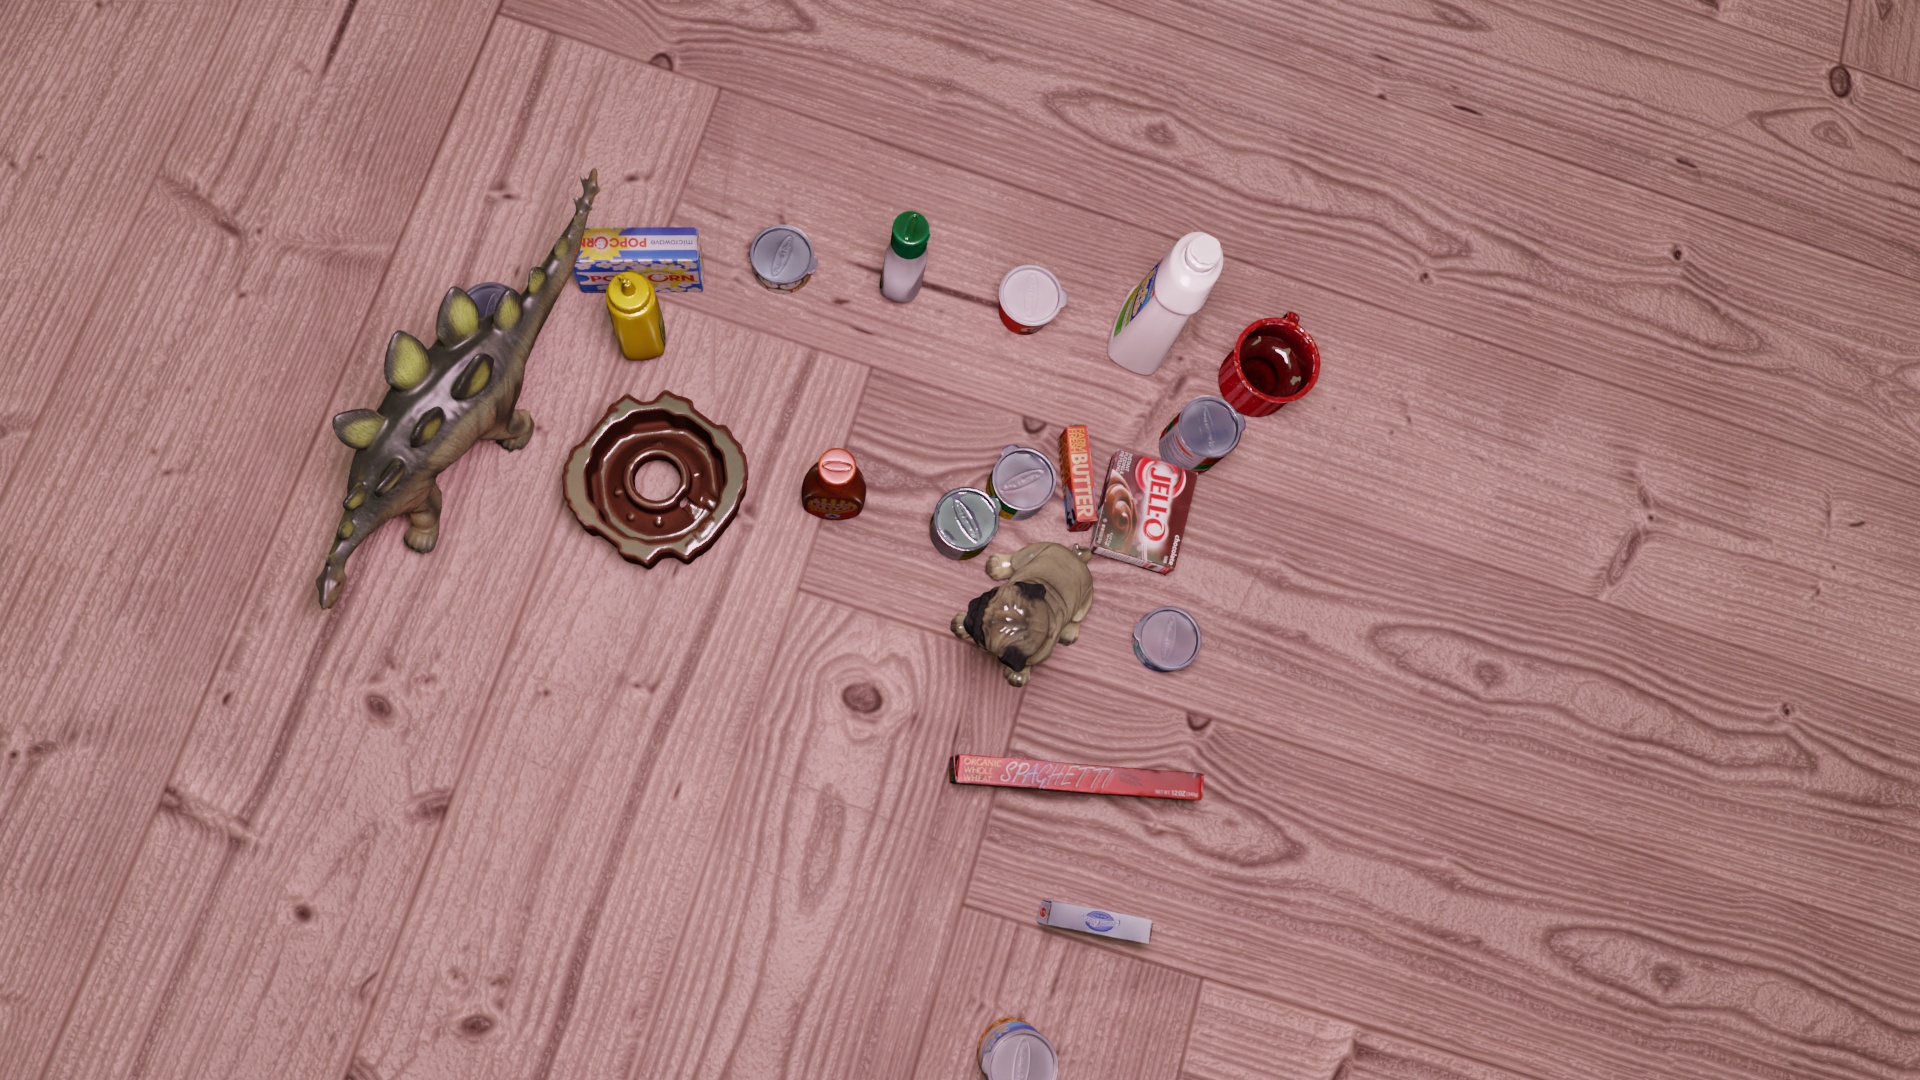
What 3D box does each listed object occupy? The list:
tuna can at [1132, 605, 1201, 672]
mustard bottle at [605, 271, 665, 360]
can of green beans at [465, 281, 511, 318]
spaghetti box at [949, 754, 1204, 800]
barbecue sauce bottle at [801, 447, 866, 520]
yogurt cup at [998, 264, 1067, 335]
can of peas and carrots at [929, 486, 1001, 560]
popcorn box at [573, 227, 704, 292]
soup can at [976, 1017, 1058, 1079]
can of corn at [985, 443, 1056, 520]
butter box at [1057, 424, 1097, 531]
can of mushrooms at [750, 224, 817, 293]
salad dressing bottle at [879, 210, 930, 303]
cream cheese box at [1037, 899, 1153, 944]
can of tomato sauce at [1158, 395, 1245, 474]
[{"bbox_3d":[0.209,0.101,1.426,0.071,0.032,0.071,1,78,-7],"label":"tuna can"},{"bbox_3d":[-0.320,-0.226,1.364,0.049,0.160,0.065,-10,80,-9],"label":"mustard bottle"},{"bbox_3d":[-0.467,-0.218,1.397,0.071,0.057,0.071,1,78,-7],"label":"can of green beans"},{"bbox_3d":[0.113,0.235,1.377,0.250,0.050,0.029,5,78,-6],"label":"spaghetti box"},{"bbox_3d":[-0.123,-0.056,1.359,0.065,0.148,0.044,5,78,-6],"label":"barbecue sauce bottle"},{"bbox_3d":[0.071,-0.252,1.472,0.072,0.054,0.072,1,78,-7],"label":"yogurt cup"},{"bbox_3d":[0.005,-0.018,1.413,0.071,0.058,0.071,1,78,-7],"label":"can of peas and carrots"},{"bbox_3d":[-0.327,-0.285,1.414,0.127,0.085,0.038,-2,79,-7],"label":"popcorn box"},{"bbox_3d":[0.049,0.485,1.300,0.071,0.083,0.071,1,78,-7],"label":"soup can"},{"bbox_3d":[0.060,-0.059,1.428,0.071,0.058,0.071,1,78,-7],"label":"can of corn"},{"bbox_3d":[0.121,-0.064,1.440,0.024,0.053,0.103,-4,79,-8],"label":"butter box"},{"bbox_3d":[-0.185,-0.294,1.460,0.071,0.033,0.071,1,78,-7],"label":"can of mushrooms"},{"bbox_3d":[-0.056,-0.290,1.416,0.044,0.147,0.064,21,77,-2],"label":"salad dressing bottle"},{"bbox_3d":[0.130,0.370,1.349,0.104,0.053,0.024,12,78,-4],"label":"cream cheese box"},{"bbox_3d":[0.250,-0.108,1.449,0.071,0.083,0.071,1,78,-7],"label":"can of tomato sauce"}]
